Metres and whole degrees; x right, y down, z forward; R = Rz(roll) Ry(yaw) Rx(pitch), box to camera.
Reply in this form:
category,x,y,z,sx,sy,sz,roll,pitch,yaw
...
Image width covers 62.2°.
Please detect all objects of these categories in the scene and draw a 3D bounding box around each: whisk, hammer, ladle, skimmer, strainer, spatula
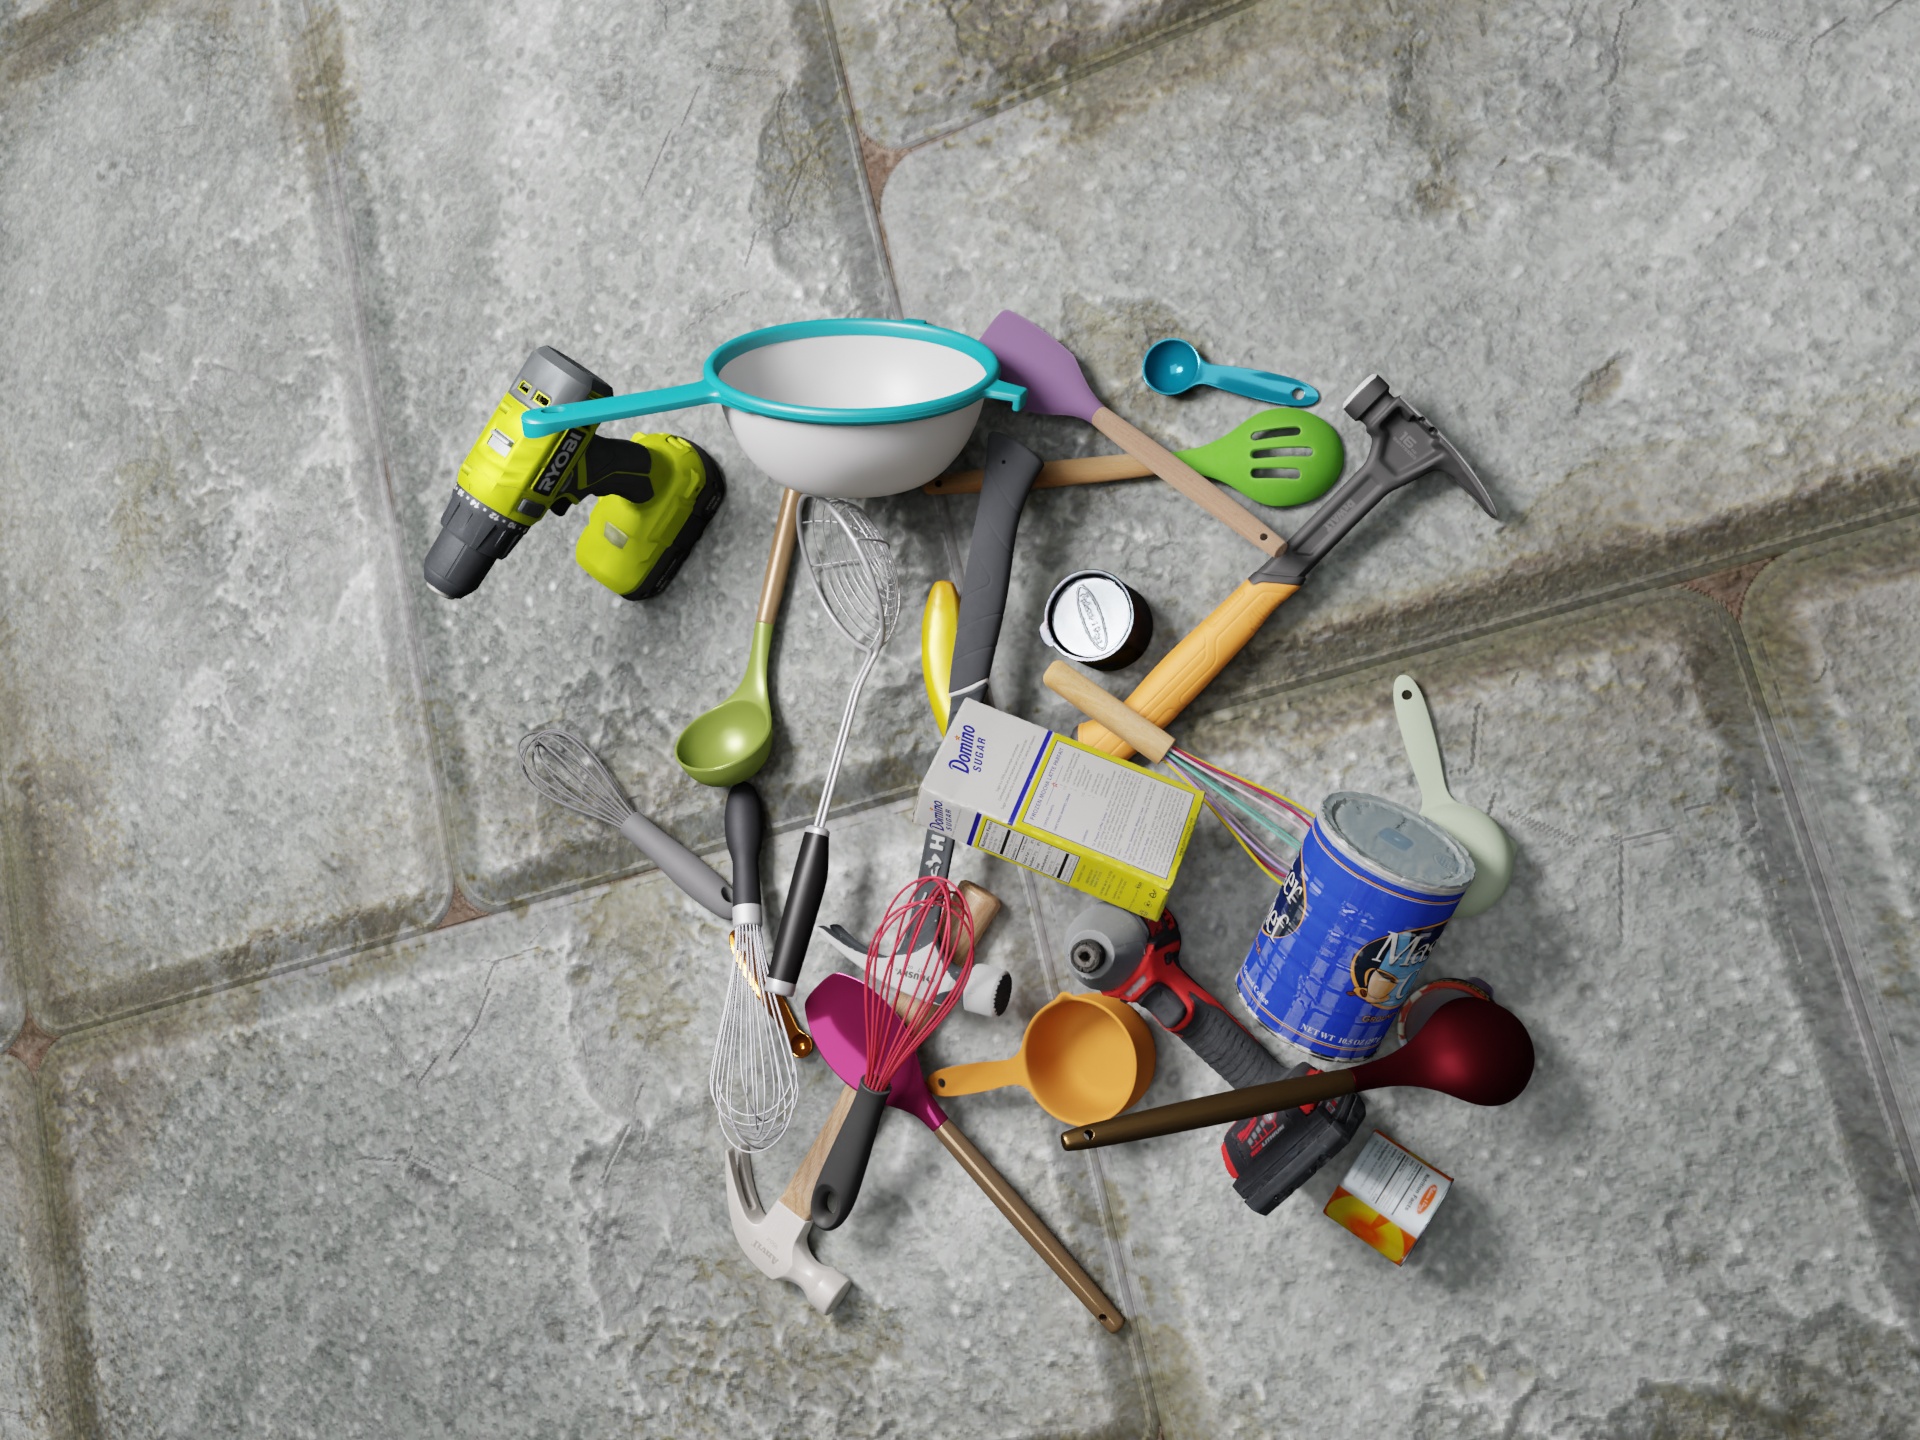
category,x,y,z,sx,sy,sz,roll,pitch,yaw
whisk,-0.159,0.179,1.194,0.070,0.070,0.285,-14,66,19
whisk,0.158,0.037,1.091,0.245,0.051,0.047,36,110,9
hammer,-0.002,-0.004,1.141,0.149,0.036,0.409,10,90,24
ladle,-0.154,-0.104,1.239,0.078,0.062,0.320,10,85,33
ladle,0.211,0.222,0.961,0.315,0.031,0.069,-9,66,-13
whisk,-0.263,0.083,1.266,0.239,0.055,0.055,37,98,16
skimmer,-0.117,0.016,1.169,0.090,0.127,0.363,17,81,-20
hammer,0.208,-0.074,1.102,0.127,0.034,0.337,46,104,4
strainer,-0.135,-0.202,1.129,0.211,0.340,0.095,-132,34,-51
hammer,-0.068,0.265,1.180,0.130,0.031,0.331,31,95,20
whisk,-0.053,0.237,1.106,0.073,0.073,0.295,27,111,21
spatula,0.115,-0.204,1.139,0.316,0.018,0.060,43,101,32

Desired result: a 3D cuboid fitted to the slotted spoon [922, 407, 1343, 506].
category,x,y,z,sx,sy,sz,roll,pitch,yaw
slotted spoon,0.118,-0.183,1.160,0.314,0.031,0.070,-2,88,22

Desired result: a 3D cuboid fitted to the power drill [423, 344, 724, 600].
category,x,y,z,sx,sy,sz,roll,pitch,yaw
power drill,-0.292,-0.163,1.203,0.080,0.228,0.190,36,98,20

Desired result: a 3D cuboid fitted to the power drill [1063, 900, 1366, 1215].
category,x,y,z,sx,sy,sz,roll,pitch,yaw
power drill,0.156,0.206,1.044,0.078,0.143,0.220,-47,73,14

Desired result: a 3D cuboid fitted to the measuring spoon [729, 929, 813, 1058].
category,x,y,z,sx,sy,sz,roll,pitch,yaw
measuring spoon,-0.146,0.210,1.229,0.021,0.011,0.117,-41,69,14

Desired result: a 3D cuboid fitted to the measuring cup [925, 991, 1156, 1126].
category,x,y,z,sx,sy,sz,roll,pitch,yaw
measuring cup,0.058,0.244,1.128,0.173,0.052,0.095,-17,80,31

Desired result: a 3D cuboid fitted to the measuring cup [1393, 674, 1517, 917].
category,x,y,z,sx,sy,sz,roll,pitch,yaw
measuring cup,0.314,0.049,1.054,0.083,0.038,0.168,-16,81,18

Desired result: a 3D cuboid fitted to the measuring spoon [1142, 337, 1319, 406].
category,x,y,z,sx,sy,sz,roll,pitch,yaw
measuring spoon,0.194,-0.243,1.146,0.128,0.021,0.042,15,89,12

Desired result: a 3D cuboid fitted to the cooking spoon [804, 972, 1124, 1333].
category,x,y,z,sx,sy,sz,roll,pitch,yaw
cooking spoon,0.003,0.308,1.133,0.319,0.017,0.068,47,107,10
